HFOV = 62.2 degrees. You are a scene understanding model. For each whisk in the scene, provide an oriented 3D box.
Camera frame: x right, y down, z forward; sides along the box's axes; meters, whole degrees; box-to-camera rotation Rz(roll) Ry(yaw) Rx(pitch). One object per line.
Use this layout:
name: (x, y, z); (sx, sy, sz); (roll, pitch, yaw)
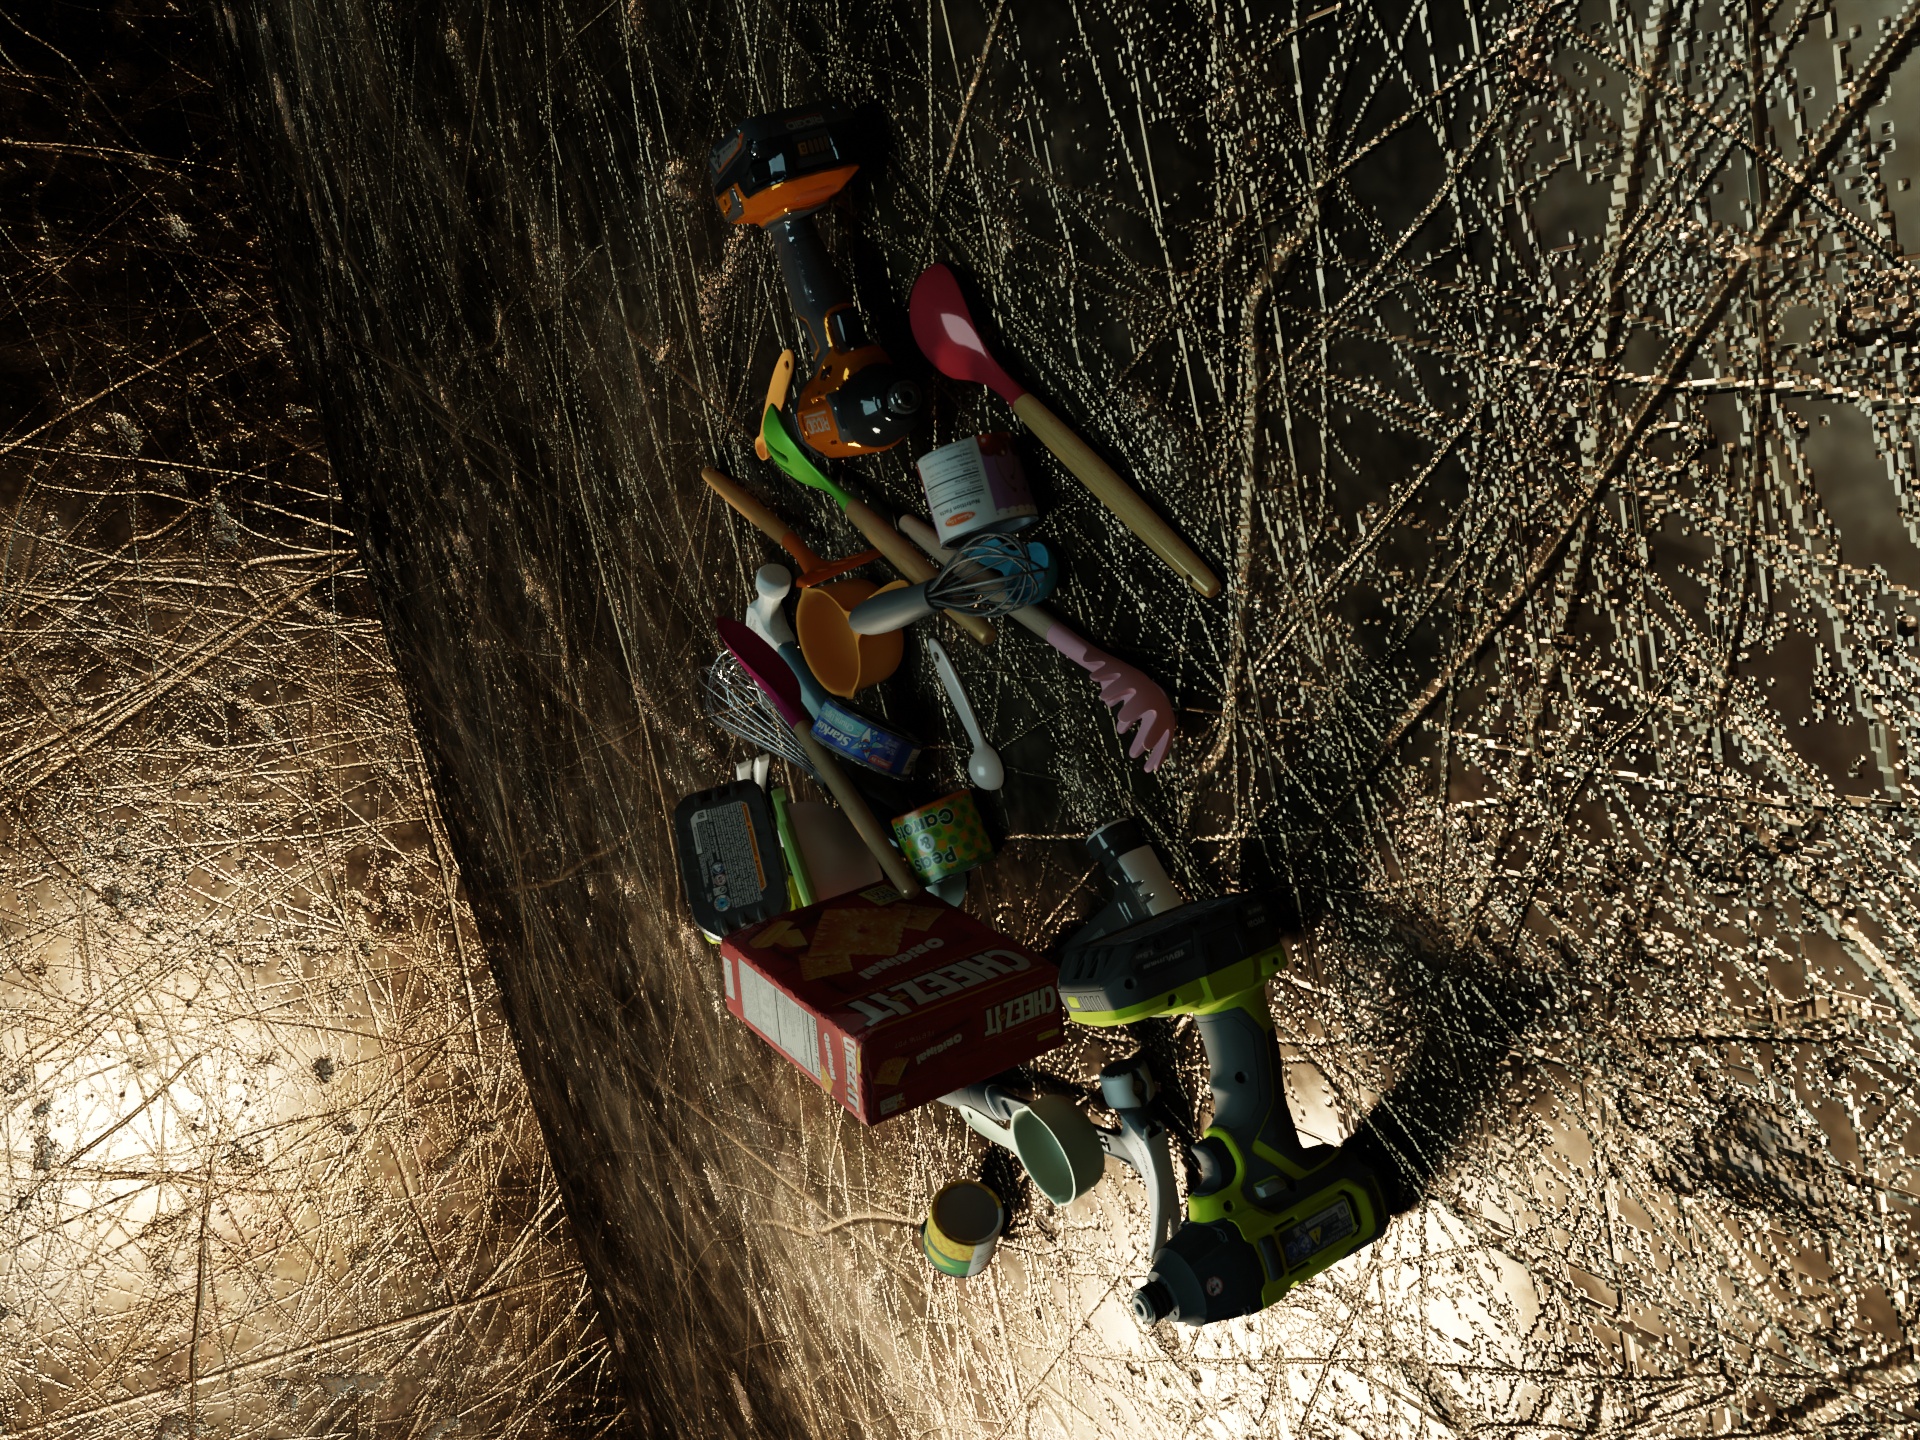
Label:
whisk: (-0.129, 0.028, 1.318); (0.285, 0.070, 0.070); (40, 140, 34)
whisk: (-0.018, -0.083, 1.063); (0.239, 0.055, 0.055); (-11, 98, 59)

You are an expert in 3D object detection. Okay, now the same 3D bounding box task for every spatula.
spatula: (-0.151, -0.164, 1.307); (0.323, 0.081, 0.041); (40, 149, 50)

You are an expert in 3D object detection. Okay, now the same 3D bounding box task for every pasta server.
pasta server: (0.041, -0.065, 1.052); (0.317, 0.040, 0.060); (41, 169, 43)

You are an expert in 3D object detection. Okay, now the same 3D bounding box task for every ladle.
ladle: (0.054, -0.178, 0.972); (0.316, 0.031, 0.069); (50, 150, 29)

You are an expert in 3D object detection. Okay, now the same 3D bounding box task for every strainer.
strainer: (-0.083, 0.173, 1.304); (0.151, 0.069, 0.256); (89, 160, -73)

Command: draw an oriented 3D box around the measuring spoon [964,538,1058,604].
measuring spoon: (0.031, -0.108, 1.066); (0.042, 0.021, 0.129); (-63, 34, 8)

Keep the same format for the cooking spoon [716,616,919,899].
cooking spoon: (-0.116, 0.022, 1.269); (0.017, 0.068, 0.319); (-49, 55, 18)

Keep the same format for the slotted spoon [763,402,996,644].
slotted spoon: (-0.067, -0.145, 1.172); (0.314, 0.031, 0.070); (46, 173, 37)

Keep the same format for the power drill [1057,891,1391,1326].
power drill: (0.146, 0.226, 0.925); (0.080, 0.171, 0.223); (-22, 86, 61)

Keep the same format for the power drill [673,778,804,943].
power drill: (-0.178, 0.138, 1.369); (0.228, 0.080, 0.191); (78, 176, -66)

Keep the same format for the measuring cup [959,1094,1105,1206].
measuring cup: (0.052, 0.308, 1.199); (0.168, 0.038, 0.083); (4, 114, 62)

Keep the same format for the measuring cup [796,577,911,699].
measuring cup: (-0.063, -0.079, 1.210); (0.173, 0.052, 0.095); (-28, 85, 55)

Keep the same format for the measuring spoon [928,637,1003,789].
measuring spoon: (-0.002, -0.004, 1.184); (0.124, 0.018, 0.034); (66, 151, 8)

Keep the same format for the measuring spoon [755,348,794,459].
measuring spoon: (-0.147, -0.255, 1.285); (0.021, 0.011, 0.116); (57, 145, 23)

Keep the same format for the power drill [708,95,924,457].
power drill: (-0.087, -0.291, 1.071); (0.164, 0.084, 0.226); (15, 124, 66)

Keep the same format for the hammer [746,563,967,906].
hammer: (-0.093, 0.022, 1.341); (0.331, 0.033, 0.128); (53, 147, 27)

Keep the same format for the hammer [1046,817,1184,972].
hammer: (0.067, 0.199, 1.149); (0.127, 0.034, 0.336); (61, 145, 18)

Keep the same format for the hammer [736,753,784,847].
hammer: (-0.097, 0.155, 1.429); (0.406, 0.035, 0.144); (29, 132, 50)

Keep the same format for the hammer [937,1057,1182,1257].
hammer: (0.044, 0.319, 1.296); (0.409, 0.036, 0.149); (-3, 106, 61)
